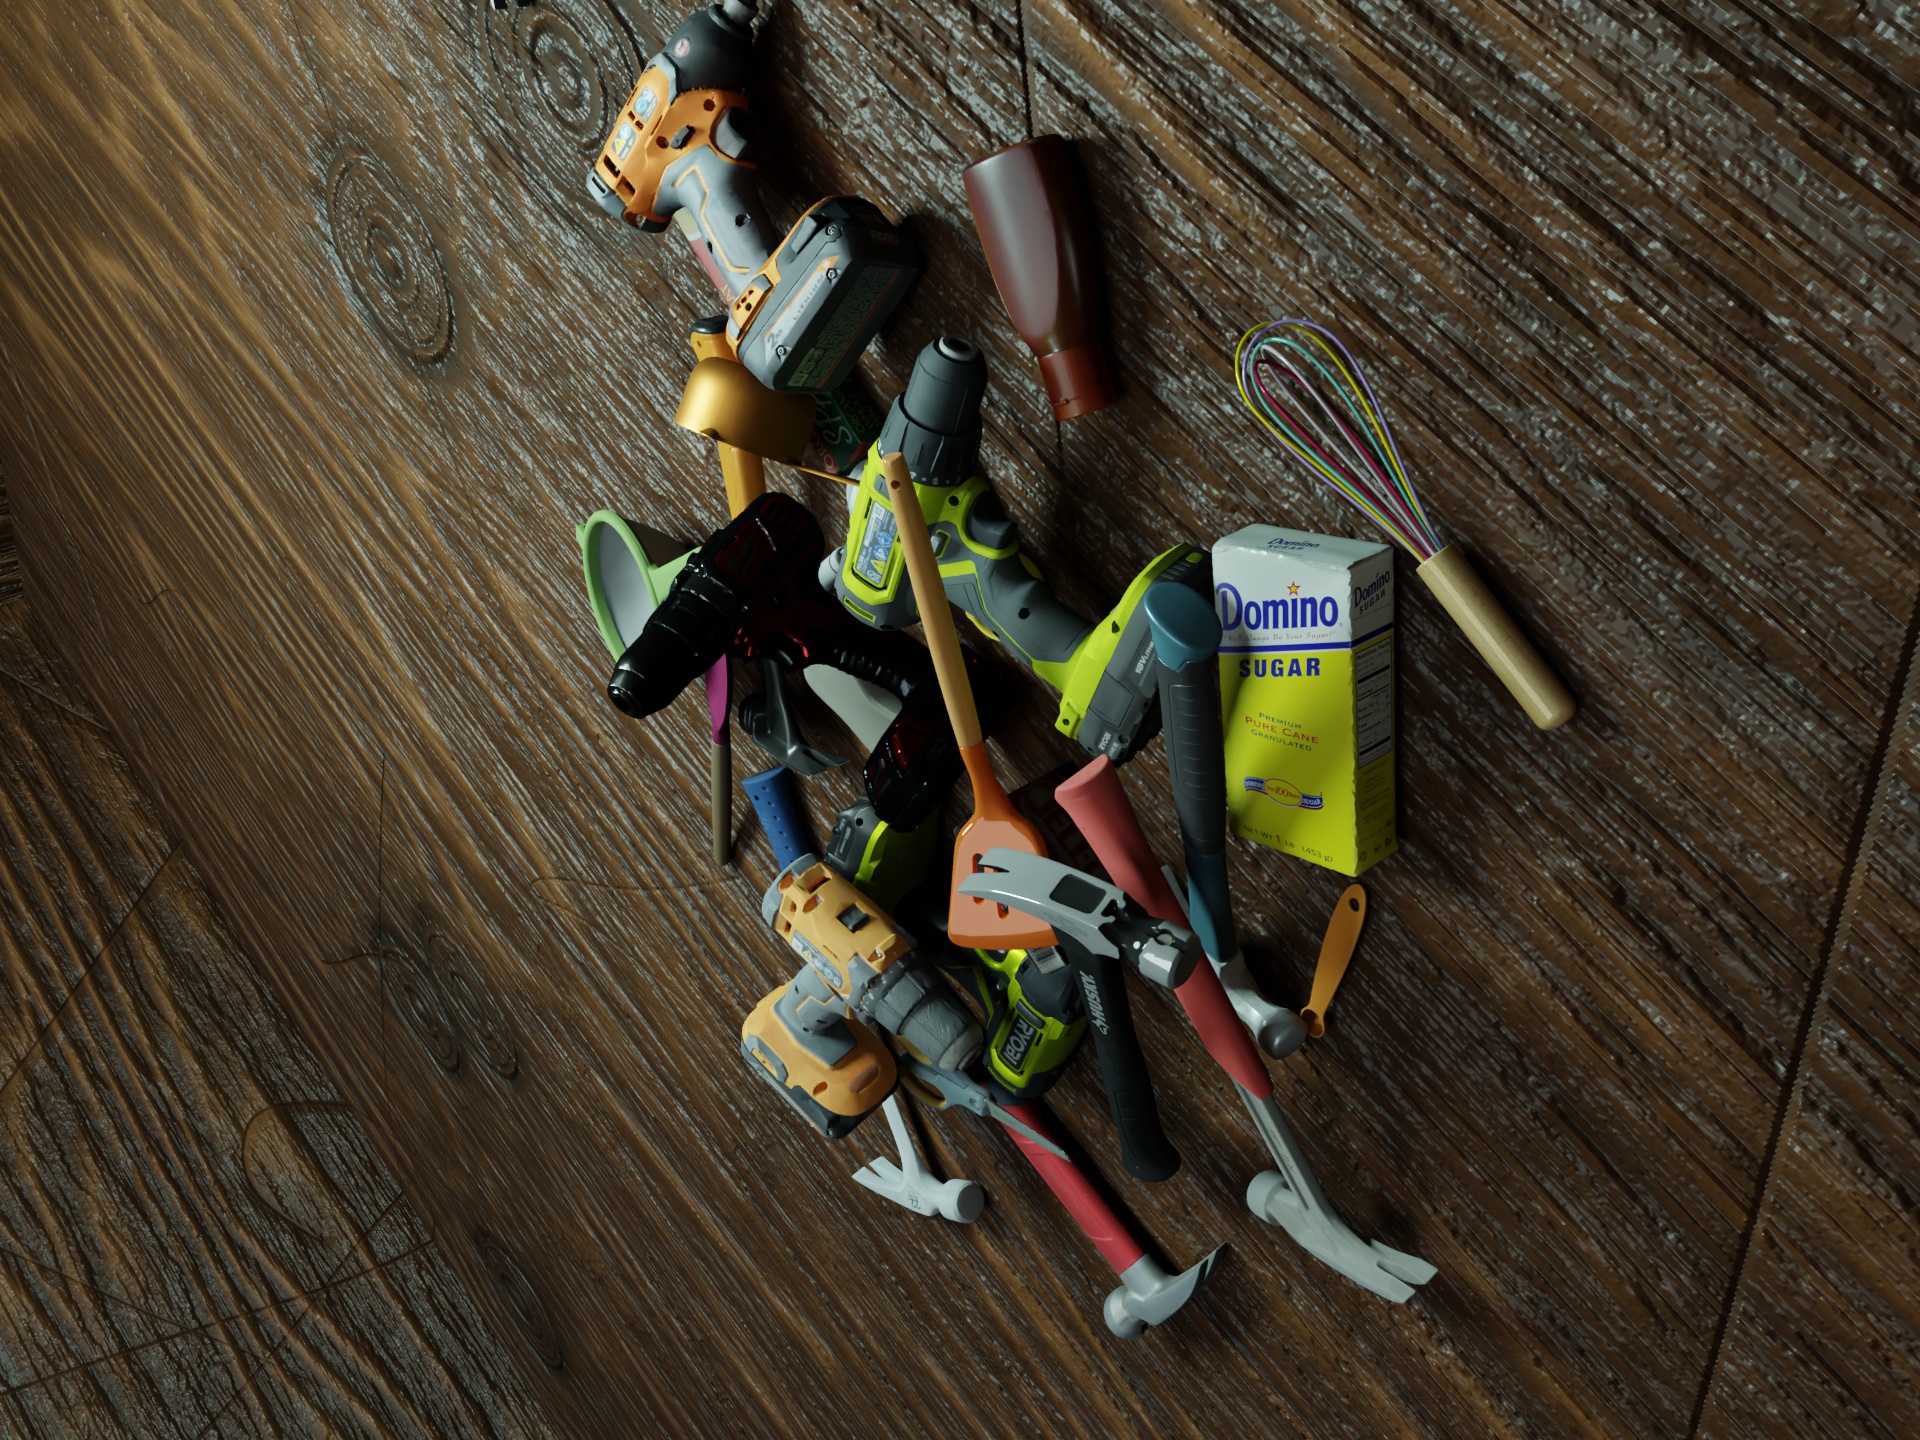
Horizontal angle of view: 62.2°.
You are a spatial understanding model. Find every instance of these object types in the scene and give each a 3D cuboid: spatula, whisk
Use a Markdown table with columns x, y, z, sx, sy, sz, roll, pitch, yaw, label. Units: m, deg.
| x | y | z | sx | sy | sz | roll | pitch | yaw | label |
| --- | --- | --- | --- | --- | --- | --- | --- | --- | --- |
| -0.001 | -0.003 | 0.933 | 0.081 | 0.041 | 0.322 | -4 | 121 | 21 | spatula |
| 0.215 | -0.095 | 0.779 | 0.245 | 0.047 | 0.051 | 54 | 141 | 7 | whisk |

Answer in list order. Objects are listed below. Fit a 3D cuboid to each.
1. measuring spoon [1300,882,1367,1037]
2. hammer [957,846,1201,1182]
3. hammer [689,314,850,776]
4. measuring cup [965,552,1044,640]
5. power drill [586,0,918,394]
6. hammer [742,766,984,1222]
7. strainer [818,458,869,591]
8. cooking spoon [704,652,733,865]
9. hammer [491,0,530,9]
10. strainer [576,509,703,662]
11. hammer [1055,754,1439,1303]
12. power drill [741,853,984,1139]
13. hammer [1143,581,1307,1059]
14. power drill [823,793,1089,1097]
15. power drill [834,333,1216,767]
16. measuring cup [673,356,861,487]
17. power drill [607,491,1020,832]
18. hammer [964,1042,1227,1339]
| x | y | z | sx | sy | sz | roll | pitch | yaw | label |
| --- | --- | --- | --- | --- | --- | --- | --- | --- | --- |
| 0.222 | 0.141 | 0.937 | 0.021 | 0.011 | 0.116 | 42 | 135 | 40 | measuring spoon |
| 0.092 | 0.197 | 0.977 | 0.146 | 0.035 | 0.334 | 24 | 150 | 31 | hammer |
| -0.146 | -0.122 | 1.150 | 0.127 | 0.034 | 0.336 | 30 | 134 | 50 | hammer |
| 0.009 | -0.126 | 1.016 | 0.062 | 0.029 | 0.156 | -28 | 87 | 53 | measuring cup |
| -0.129 | -0.334 | 0.997 | 0.227 | 0.084 | 0.164 | 51 | 122 | 18 | power drill |
| -0.098 | 0.233 | 1.344 | 0.144 | 0.035 | 0.405 | -9 | 104 | 51 | hammer |
| -0.079 | -0.113 | 1.118 | 0.087 | 0.050 | 0.258 | 50 | 146 | -6 | strainer |
| -0.197 | 0.030 | 1.312 | 0.318 | 0.017 | 0.069 | 101 | 153 | -52 | cooking spoon |
| -0.210 | -0.523 | 1.034 | 0.409 | 0.036 | 0.149 | 29 | 132 | 37 | hammer |
| -0.219 | -0.109 | 1.243 | 0.256 | 0.069 | 0.151 | -11 | 98 | 59 | strainer |
| 0.156 | 0.180 | 0.932 | 0.359 | 0.037 | 0.149 | 61 | 160 | -16 | hammer |
| -0.074 | 0.221 | 1.164 | 0.185 | 0.084 | 0.226 | 40 | 142 | 18 | power drill |
| 0.136 | 0.058 | 0.890 | 0.128 | 0.033 | 0.330 | 41 | 156 | 40 | hammer |
| 0.006 | 0.146 | 1.141 | 0.223 | 0.080 | 0.171 | 41 | 138 | 21 | power drill |
| 0.038 | -0.096 | 0.920 | 0.229 | 0.080 | 0.190 | 35 | 133 | 16 | power drill |
| -0.100 | -0.189 | 1.032 | 0.174 | 0.095 | 0.052 | 21 | 98 | 14 | measuring cup |
| -0.097 | -0.025 | 1.031 | 0.226 | 0.188 | 0.080 | 37 | 148 | -1 | power drill |
| 0.041 | 0.283 | 1.207 | 0.386 | 0.038 | 0.143 | 50 | 139 | 17 | hammer |
